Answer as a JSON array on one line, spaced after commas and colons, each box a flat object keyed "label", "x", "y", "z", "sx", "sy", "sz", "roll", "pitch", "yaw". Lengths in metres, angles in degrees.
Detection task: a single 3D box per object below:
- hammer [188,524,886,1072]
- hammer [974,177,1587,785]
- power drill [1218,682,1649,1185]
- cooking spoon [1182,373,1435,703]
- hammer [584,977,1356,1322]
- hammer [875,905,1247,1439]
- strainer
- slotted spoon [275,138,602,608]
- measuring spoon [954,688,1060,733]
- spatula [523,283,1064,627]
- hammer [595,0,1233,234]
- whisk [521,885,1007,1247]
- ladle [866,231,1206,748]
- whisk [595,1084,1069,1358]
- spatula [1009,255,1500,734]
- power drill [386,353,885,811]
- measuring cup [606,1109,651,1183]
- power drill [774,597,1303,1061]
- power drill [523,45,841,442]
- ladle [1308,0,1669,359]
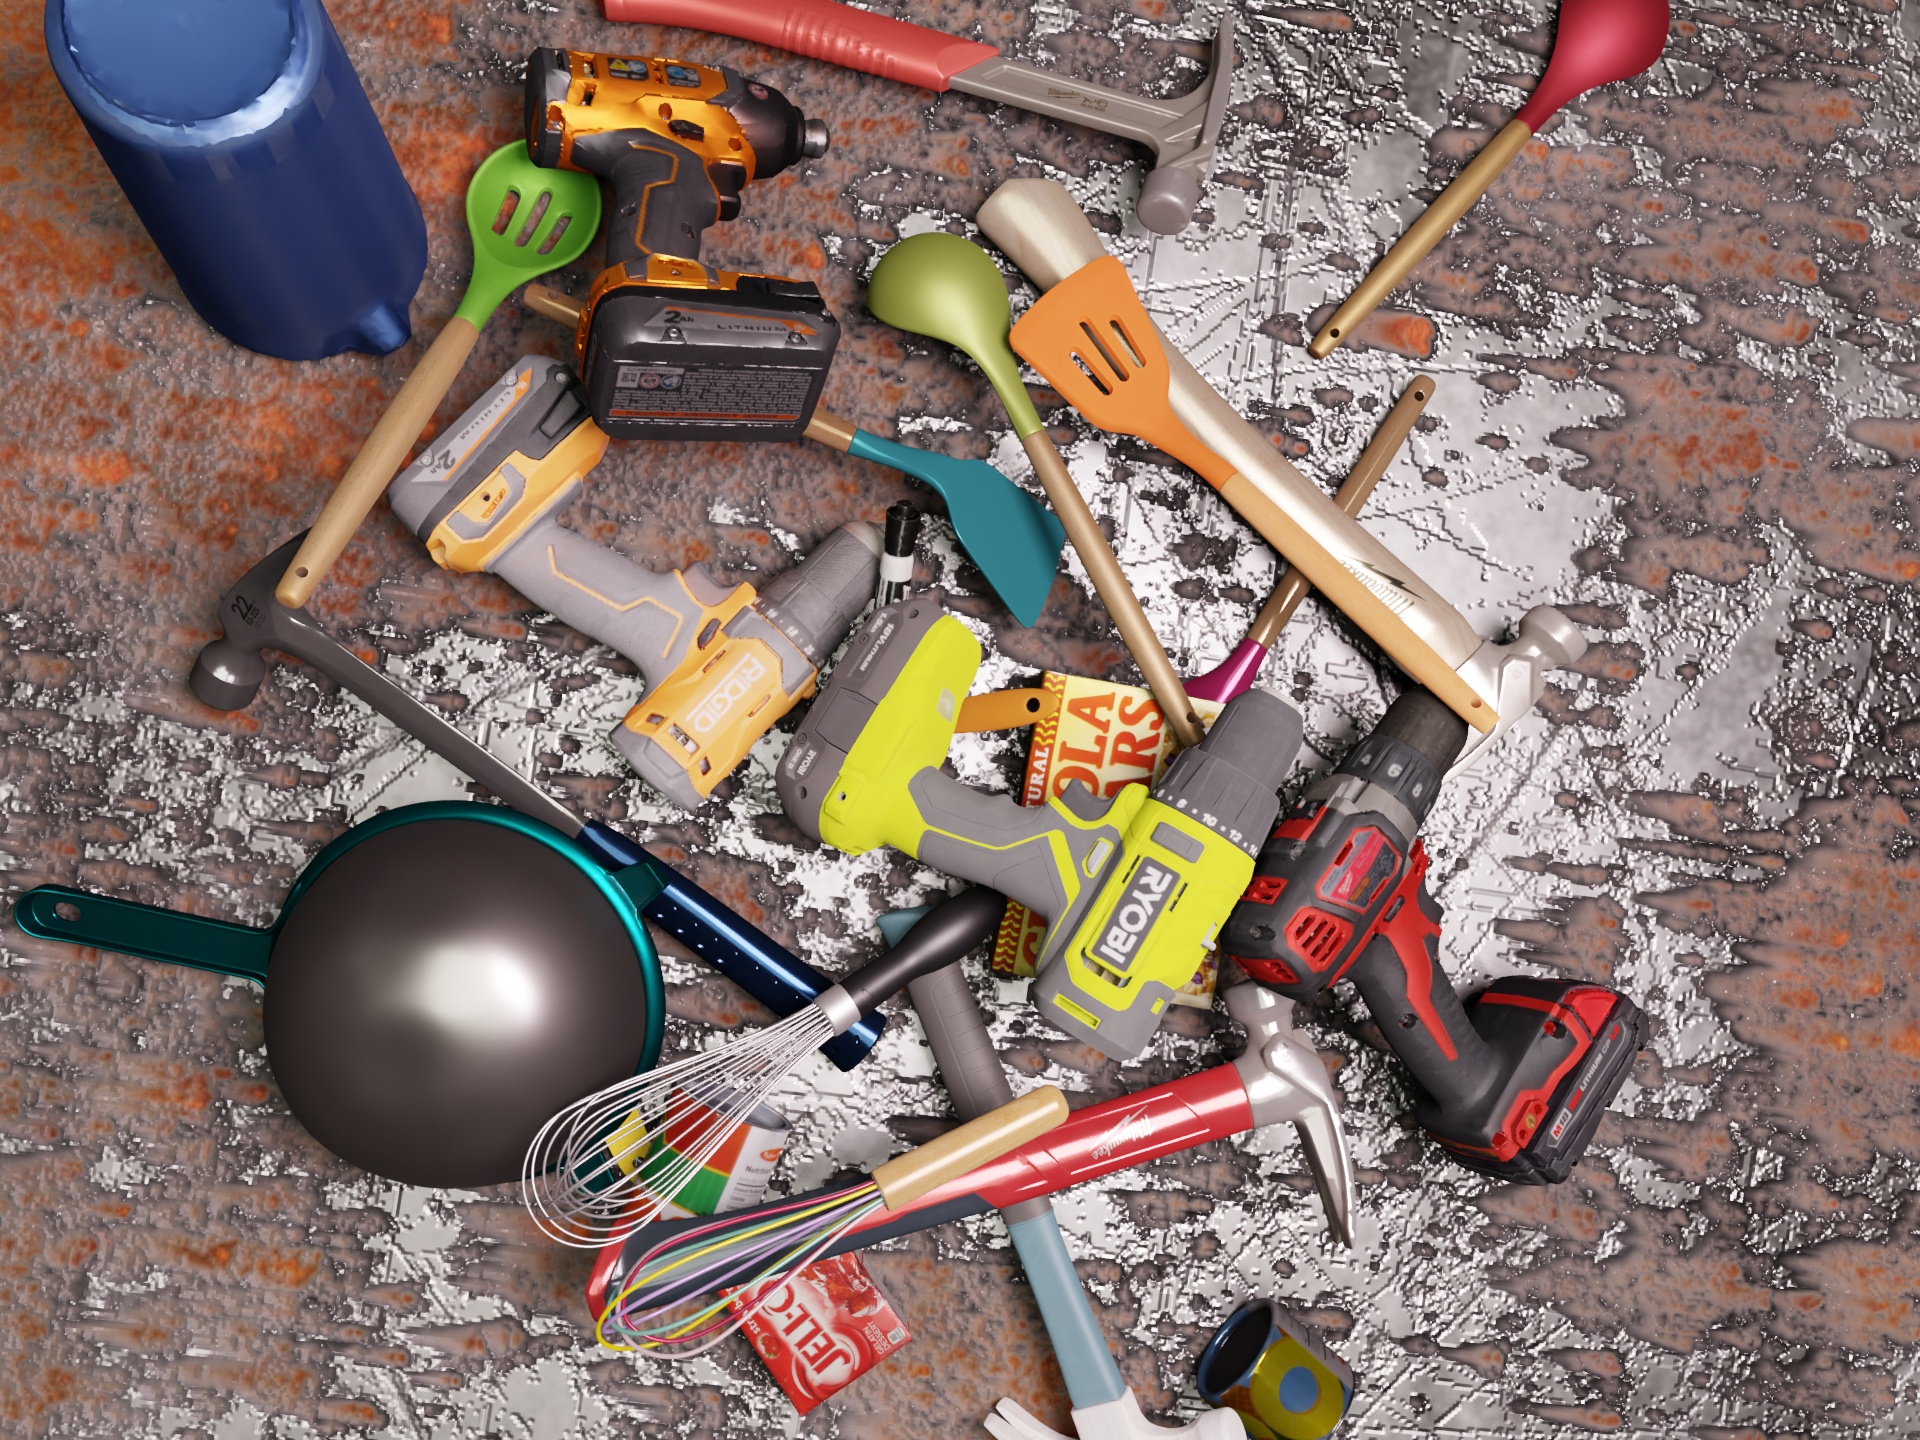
[{"label": "hammer", "x": -0.207, "y": 0.051, "z": 0.833, "sx": 0.405, "sy": 0.035, "sz": 0.144, "roll": 37, "pitch": 123, "yaw": -8}, {"label": "hammer", "x": 0.153, "y": -0.137, "z": 0.886, "sx": 0.146, "sy": 0.038, "sz": 0.410, "roll": -44, "pitch": 88, "yaw": -2}, {"label": "power drill", "x": 0.255, "y": 0.109, "z": 0.828, "sx": 0.226, "sy": 0.080, "sz": 0.188, "roll": 45, "pitch": 70, "yaw": -16}, {"label": "cooking spoon", "x": 0.183, "y": -0.065, "z": 0.909, "sx": 0.068, "sy": 0.017, "sz": 0.319, "roll": 34, "pitch": 86, "yaw": -3}, {"label": "hammer", "x": 0.008, "y": 0.247, "z": 0.803, "sx": 0.386, "sy": 0.038, "sz": 0.143, "roll": -15, "pitch": 80, "yaw": -9}, {"label": "hammer", "x": 0.033, "y": 0.253, "z": 0.856, "sx": 0.128, "sy": 0.033, "sz": 0.331, "roll": -24, "pitch": 84, "yaw": 20}, {"label": "strainer", "x": -0.323, "y": 0.139, "z": 0.791, "sx": 0.340, "sy": 0.095, "sz": 0.211, "roll": 12, "pitch": 102, "yaw": 0}, {"label": "slotted spoon", "x": -0.266, "y": -0.183, "z": 0.809, "sx": 0.070, "sy": 0.031, "sz": 0.314, "roll": 25, "pitch": 59, "yaw": -10}, {"label": "measuring spoon", "x": -0.001, "y": -0.003, "z": 0.864, "sx": 0.117, "sy": 0.011, "sz": 0.021, "roll": -8, "pitch": 84, "yaw": 24}, {"label": "spatula", "x": -0.085, "y": -0.153, "z": 0.852, "sx": 0.317, "sy": 0.044, "sz": 0.082, "roll": 24, "pitch": 55, "yaw": -6}, {"label": "hammer", "x": -0.028, "y": -0.378, "z": 0.884, "sx": 0.359, "sy": 0.036, "sz": 0.149, "roll": 15, "pitch": 66, "yaw": 0}, {"label": "whisk", "x": -0.088, "y": 0.165, "z": 0.799, "sx": 0.284, "sy": 0.070, "sz": 0.070, "roll": -32, "pitch": 91, "yaw": -21}, {"label": "ladle", "x": 0.046, "y": -0.125, "z": 0.860, "sx": 0.078, "sy": 0.062, "sz": 0.320, "roll": -24, "pitch": 84, "yaw": -31}, {"label": "whisk", "x": -0.058, "y": 0.237, "z": 0.762, "sx": 0.245, "sy": 0.051, "sz": 0.047, "roll": -23, "pitch": 104, "yaw": -14}, {"label": "spatula", "x": 0.159, "y": -0.112, "z": 0.829, "sx": 0.081, "sy": 0.041, "sz": 0.323, "roll": -41, "pitch": 76, "yaw": -15}, {"label": "power drill", "x": -0.162, "y": -0.090, "z": 0.848, "sx": 0.226, "sy": 0.084, "sz": 0.185, "roll": 44, "pitch": 82, "yaw": -6}, {"label": "measuring cup", "x": -0.198, "y": 0.181, "z": 0.862, "sx": 0.062, "sy": 0.029, "sz": 0.156, "roll": -21, "pitch": 101, "yaw": -5}, {"label": "power drill", "x": 0.041, "y": 0.033, "z": 0.795, "sx": 0.229, "sy": 0.080, "sz": 0.190, "roll": 29, "pitch": 85, "yaw": 22}, {"label": "power drill", "x": -0.130, "y": -0.253, "z": 0.820, "sx": 0.164, "sy": 0.084, "sz": 0.227, "roll": -3, "pitch": 60, "yaw": -23}, {"label": "ladle", "x": 0.310, "y": -0.329, "z": 0.931, "sx": 0.069, "sy": 0.031, "sz": 0.315, "roll": 42, "pitch": 86, "yaw": -3}]
